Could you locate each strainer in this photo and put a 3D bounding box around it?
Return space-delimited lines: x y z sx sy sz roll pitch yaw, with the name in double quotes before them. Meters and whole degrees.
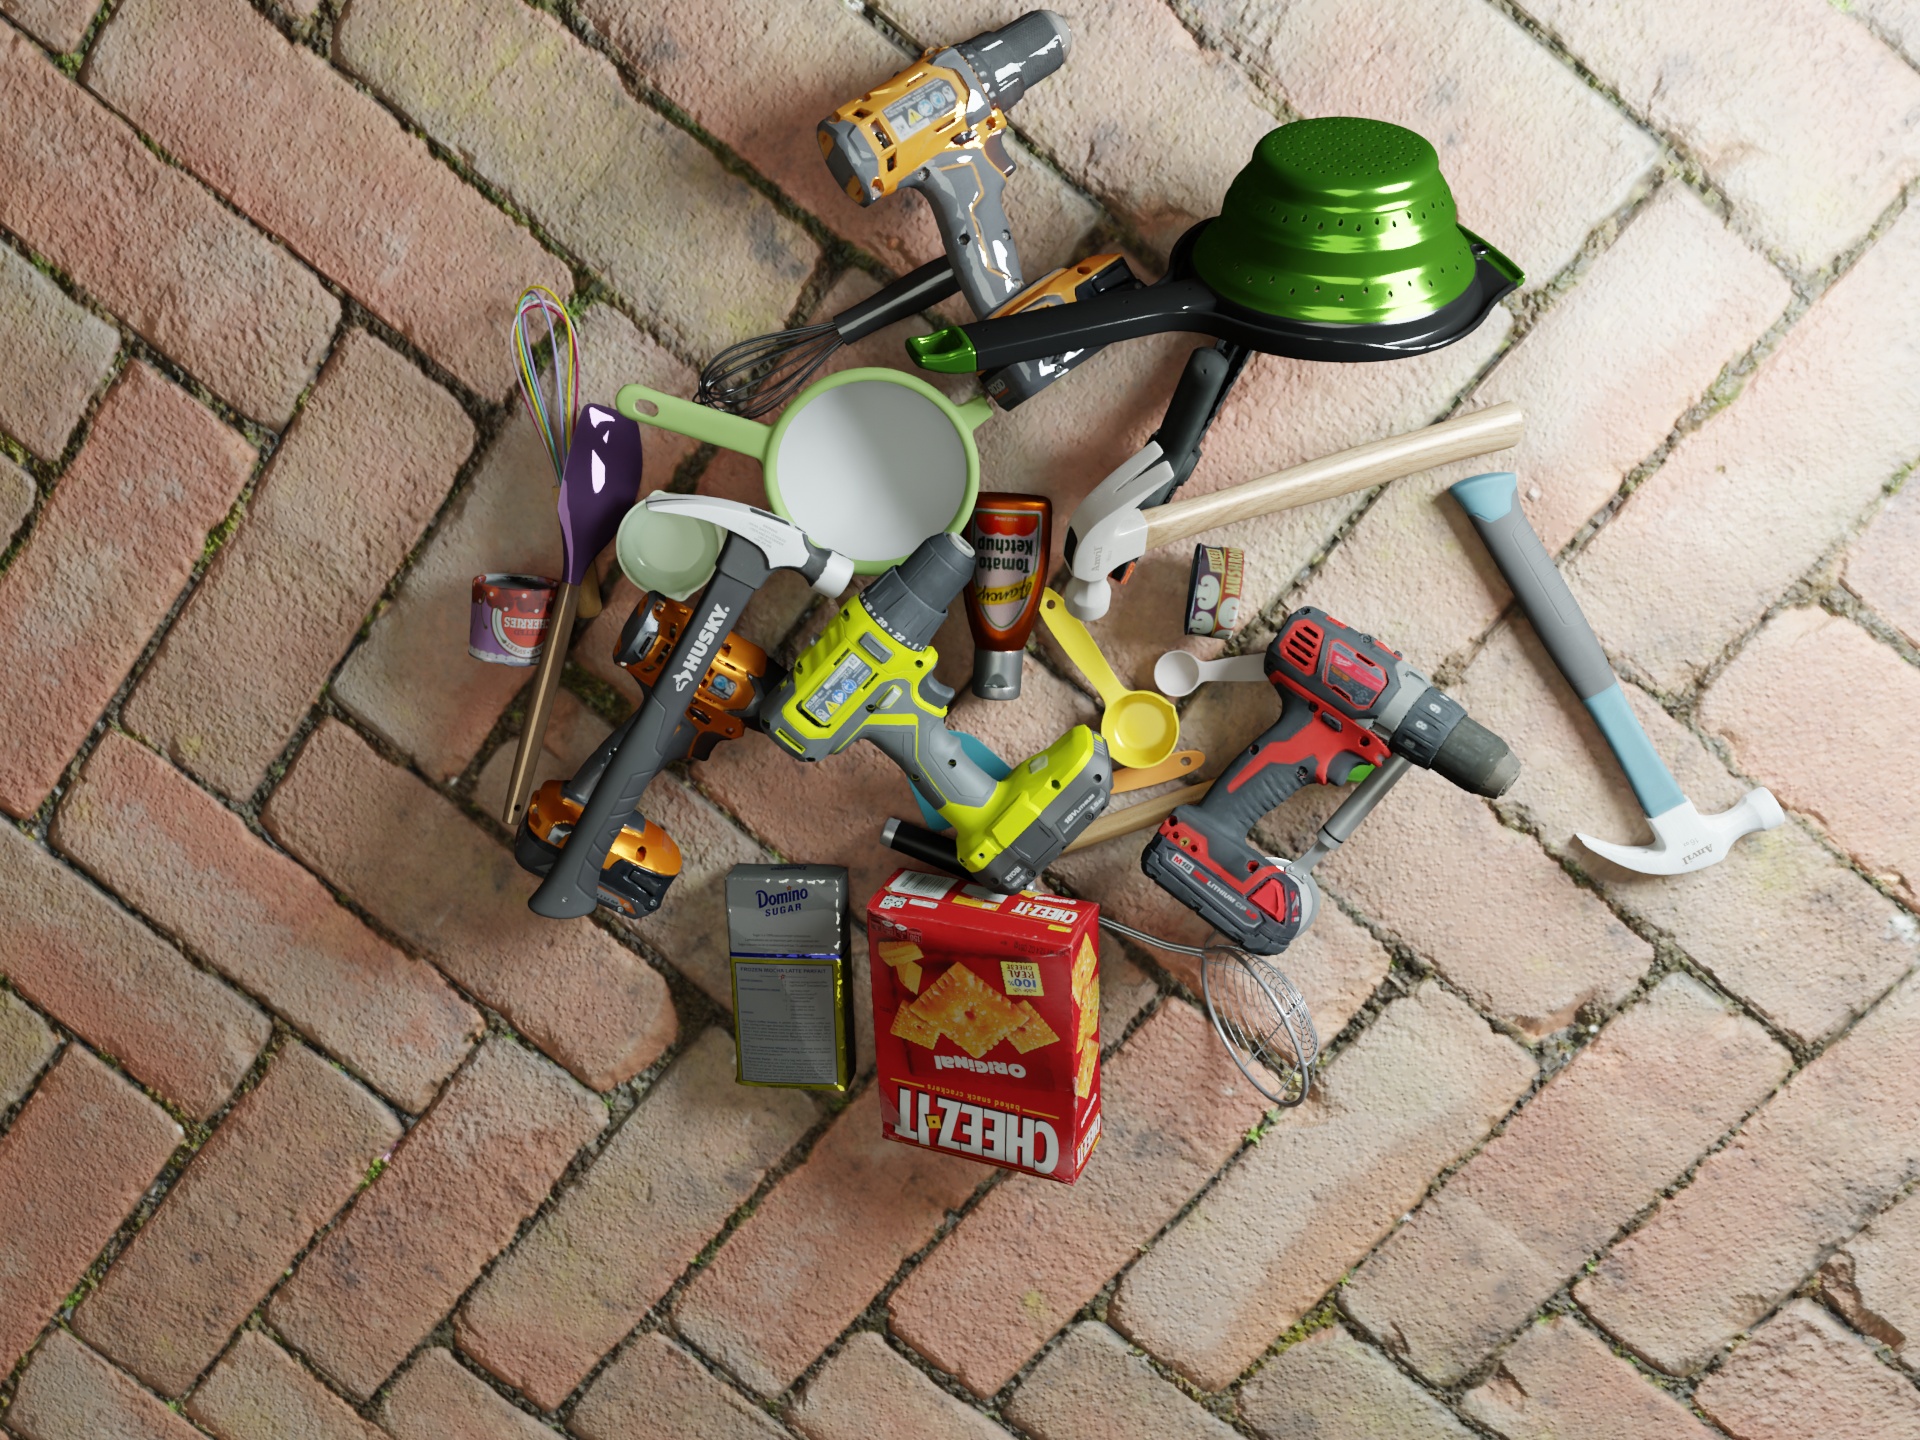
"strainer" -0.113 -0.197 1.123 0.256 0.069 0.151 16 116 -8
"strainer" 0.263 0.091 1.158 0.086 0.050 0.258 31 111 -16

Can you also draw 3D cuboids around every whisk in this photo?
"whisk" -0.084 -0.277 1.127 0.239 0.055 0.055 -25 100 9
"whisk" -0.293 -0.196 1.175 0.047 0.051 0.245 -6 106 3

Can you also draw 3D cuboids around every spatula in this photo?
"spatula" -0.292 -0.076 1.175 0.059 0.018 0.316 14 92 -36
"spatula" -0.064 -0.060 1.180 0.082 0.044 0.317 -28 98 13

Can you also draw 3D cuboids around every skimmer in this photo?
"skimmer" 0.097 0.175 1.191 0.363 0.127 0.090 22 62 6

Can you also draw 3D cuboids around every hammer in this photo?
"hammer" -0.218 -0.003 1.120 0.146 0.035 0.334 27 102 -20
"hammer" 0.225 -0.158 1.060 0.331 0.130 0.031 -17 58 -11
"hammer" 0.446 -0.034 1.126 0.128 0.033 0.331 -31 98 12

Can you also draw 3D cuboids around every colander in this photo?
"colander" 0.156 -0.291 0.968 0.397 0.205 0.094 -14 133 -13

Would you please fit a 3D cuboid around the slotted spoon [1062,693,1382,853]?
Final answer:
"slotted spoon" 0.189 0.051 1.183 0.314 0.031 0.070 -20 103 13

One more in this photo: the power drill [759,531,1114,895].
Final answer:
"power drill" -0.002 -0.004 1.124 0.228 0.080 0.190 41 106 -12

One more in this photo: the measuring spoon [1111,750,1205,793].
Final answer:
"measuring spoon" 0.127 0.042 1.198 0.117 0.011 0.021 -16 112 7

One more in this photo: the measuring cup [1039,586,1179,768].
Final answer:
"measuring cup" 0.106 -0.035 1.178 0.062 0.029 0.156 -36 85 15

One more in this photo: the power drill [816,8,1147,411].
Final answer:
"power drill" 0.038 -0.347 1.066 0.185 0.084 0.226 -35 98 -10

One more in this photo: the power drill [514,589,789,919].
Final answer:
"power drill" -0.216 0.033 1.193 0.164 0.084 0.226 29 105 -20

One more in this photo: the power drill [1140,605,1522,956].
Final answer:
"power drill" 0.253 0.056 1.103 0.188 0.080 0.226 37 98 20

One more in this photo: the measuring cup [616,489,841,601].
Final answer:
"measuring cup" -0.171 -0.141 1.181 0.167 0.038 0.083 -13 105 -7

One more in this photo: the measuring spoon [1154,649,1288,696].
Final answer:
"measuring spoon" 0.203 -0.039 1.167 0.124 0.018 0.034 -4 101 1
